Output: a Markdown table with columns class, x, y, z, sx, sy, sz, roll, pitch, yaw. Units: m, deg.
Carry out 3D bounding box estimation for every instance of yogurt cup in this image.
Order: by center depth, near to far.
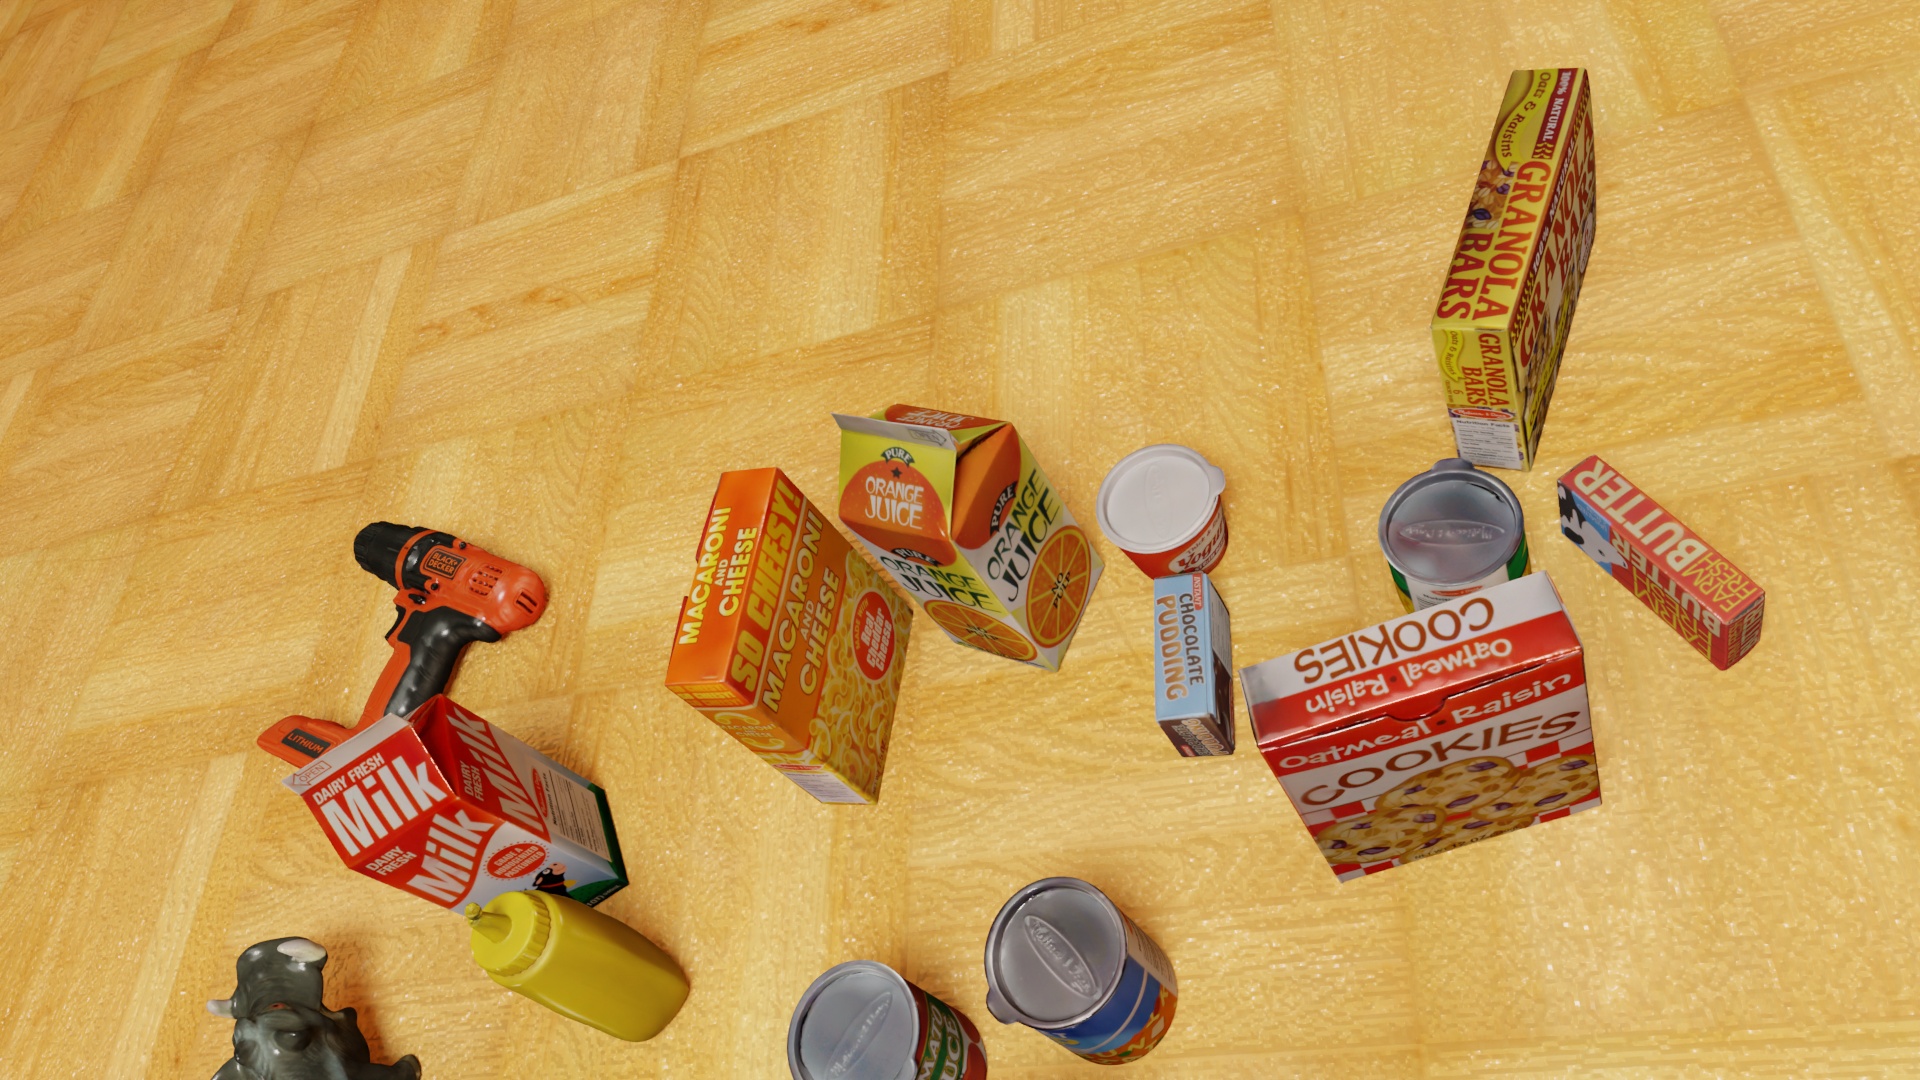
| class | x | y | z | sx | sy | sz | roll | pitch | yaw |
| --- | --- | --- | --- | --- | --- | --- | --- | --- | --- |
| yogurt cup | 0.114 | -0.011 | 0.762 | 0.072 | 0.053 | 0.073 | -13 | 55 | 19 |

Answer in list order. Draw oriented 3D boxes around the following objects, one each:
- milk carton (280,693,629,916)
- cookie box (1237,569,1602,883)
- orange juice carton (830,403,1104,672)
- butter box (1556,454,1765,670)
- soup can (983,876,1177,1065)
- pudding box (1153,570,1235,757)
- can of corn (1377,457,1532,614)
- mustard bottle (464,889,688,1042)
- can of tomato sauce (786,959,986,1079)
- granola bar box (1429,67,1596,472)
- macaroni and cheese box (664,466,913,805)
| class | x | y | z | sx | sy | sz | roll | pitch | yaw |
| --- | --- | --- | --- | --- | --- | --- | --- | --- | --- |
| milk carton | -0.273 | 0.150 | 0.765 | 0.072 | 0.190 | 0.074 | -32 | 51 | 5 |
| cookie box | 0.198 | 0.086 | 0.584 | 0.123 | 0.167 | 0.040 | -21 | 53 | 14 |
| orange juice carton | 0.003 | -0.009 | 0.728 | 0.072 | 0.192 | 0.073 | 13 | 67 | 33 |
| butter box | 0.323 | 0.009 | 0.644 | 0.024 | 0.053 | 0.104 | -37 | 51 | 2 |
| soup can | 0.055 | 0.200 | 0.636 | 0.071 | 0.083 | 0.072 | -13 | 55 | 19 |
| pudding box | 0.120 | 0.064 | 0.714 | 0.030 | 0.049 | 0.084 | -10 | 56 | 21 |
| can of corn | 0.245 | 0.004 | 0.684 | 0.071 | 0.058 | 0.071 | -13 | 55 | 19 |
| mustard bottle | -0.203 | 0.212 | 0.709 | 0.065 | 0.159 | 0.049 | 28 | 76 | 37 |
| can of tomato sauce | -0.031 | 0.242 | 0.652 | 0.071 | 0.083 | 0.071 | -13 | 55 | 19 |
| granola bar box | 0.288 | -0.137 | 0.711 | 0.039 | 0.124 | 0.166 | 10 | 65 | 32 |
| macaroni and cheese box | -0.086 | 0.056 | 0.747 | 0.040 | 0.166 | 0.124 | -5 | 58 | 24 |
